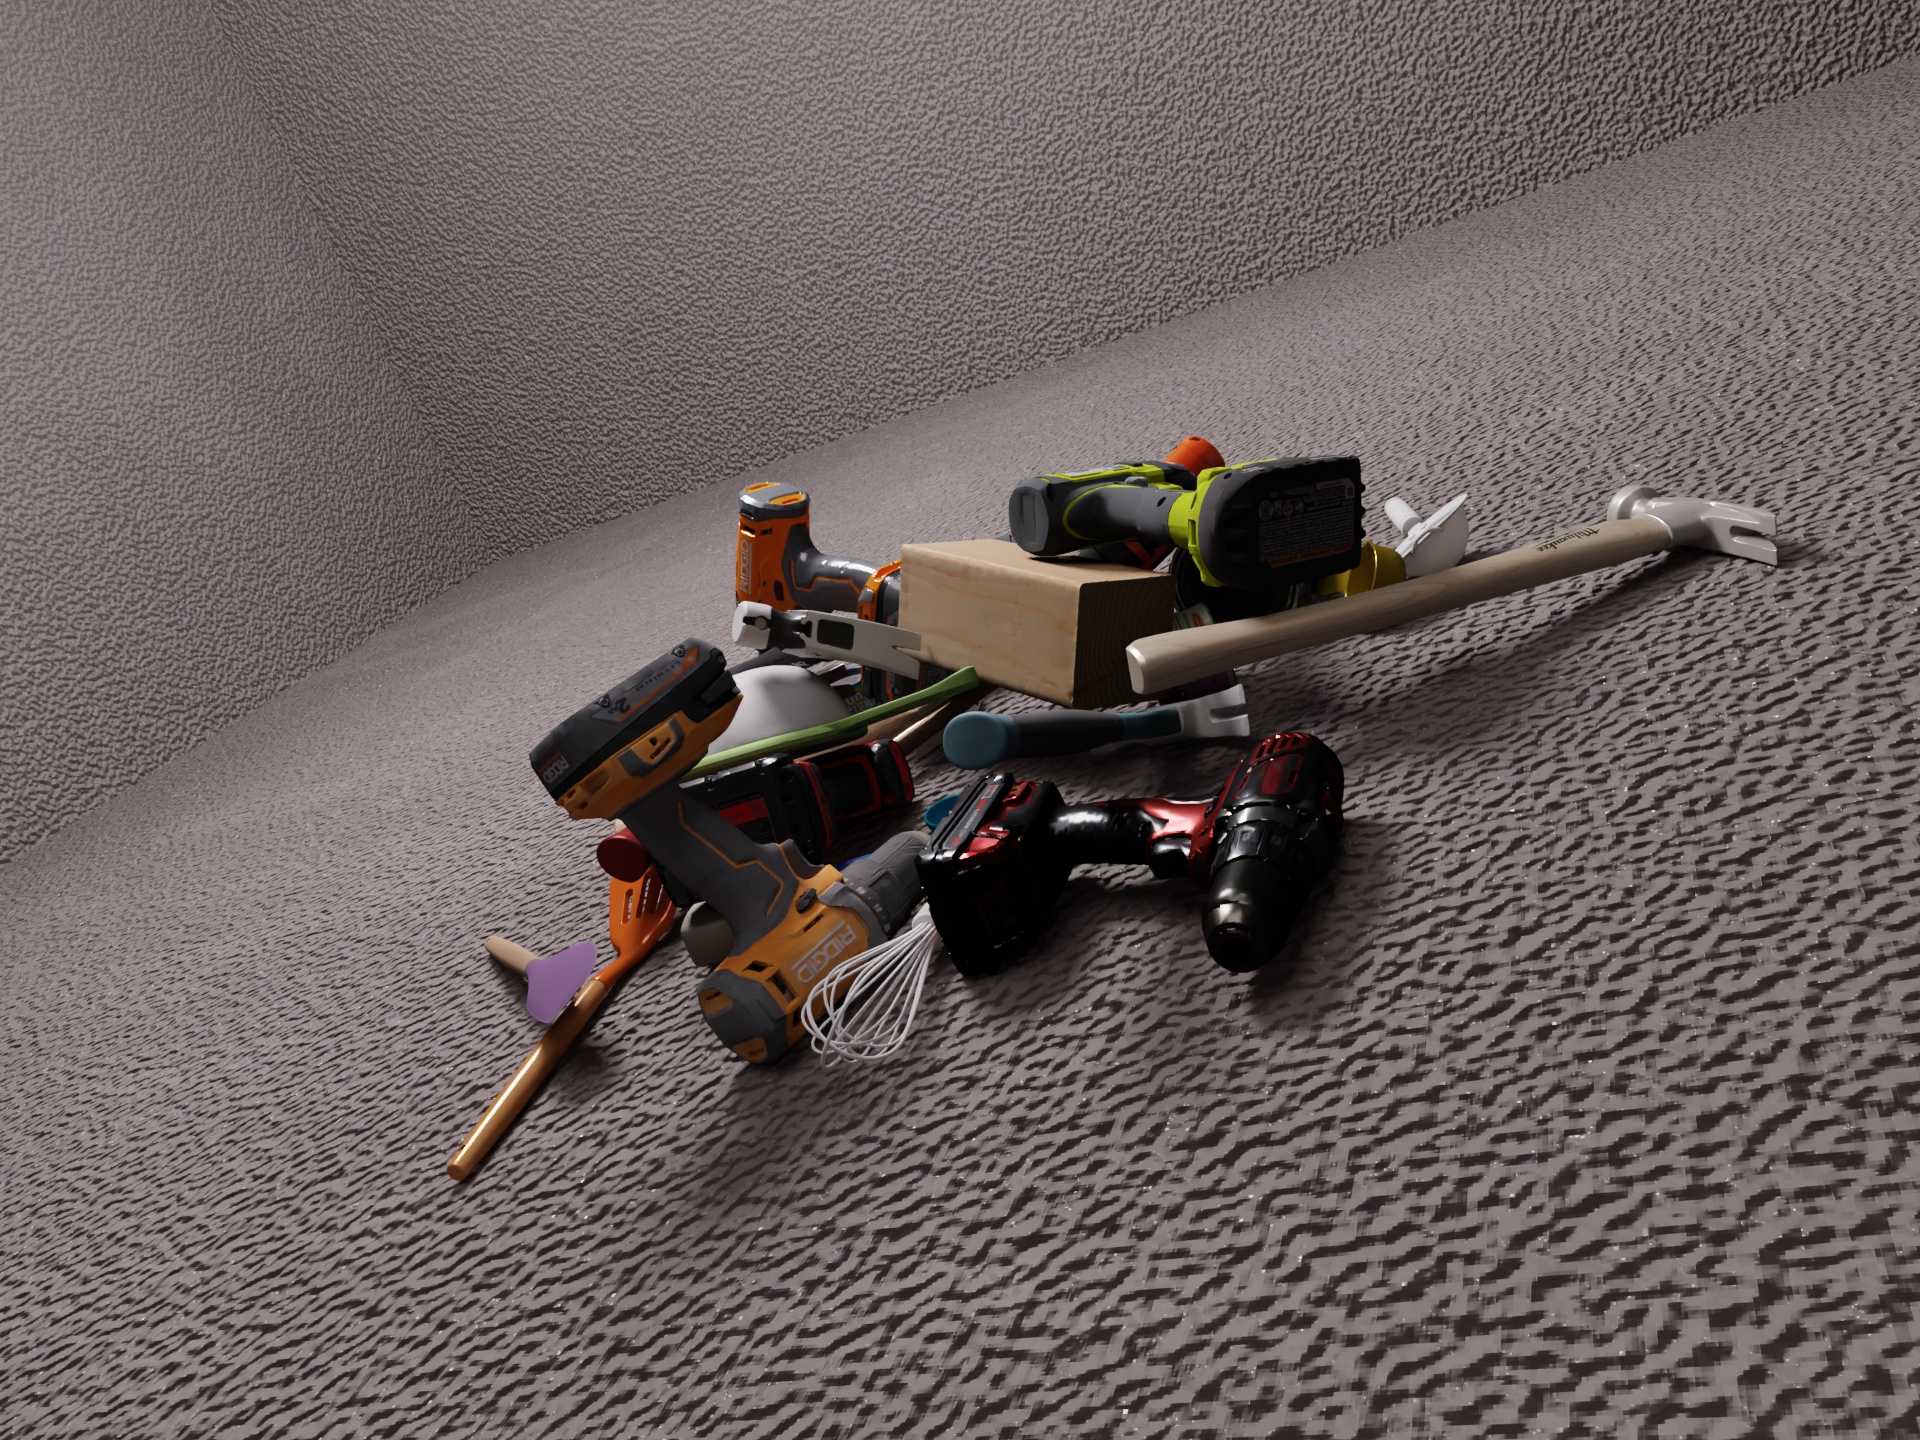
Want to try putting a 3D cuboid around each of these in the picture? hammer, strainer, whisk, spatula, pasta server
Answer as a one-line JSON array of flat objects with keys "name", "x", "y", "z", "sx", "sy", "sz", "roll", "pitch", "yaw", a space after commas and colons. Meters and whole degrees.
[{"name": "hammer", "x": -0.139, "y": 0.037, "z": 1.348, "sx": 0.331, "sy": 0.031, "sz": 0.130, "roll": -22, "pitch": 17, "yaw": 5}, {"name": "strainer", "x": -0.103, "y": -0.016, "z": 1.122, "sx": 0.256, "sy": 0.069, "sz": 0.151, "roll": -19, "pitch": -4, "yaw": 29}, {"name": "hammer", "x": -0.152, "y": -0.039, "z": 1.273, "sx": 0.146, "sy": 0.035, "sz": 0.335, "roll": 8, "pitch": -11, "yaw": -24}, {"name": "whisk", "x": -0.021, "y": 0.126, "z": 0.930, "sx": 0.058, "sy": 0.059, "sz": 0.246, "roll": 25, "pitch": 31, "yaw": 13}, {"name": "spatula", "x": -0.258, "y": 0.185, "z": 1.056, "sx": 0.081, "sy": 0.041, "sz": 0.323, "roll": -22, "pitch": 18, "yaw": 24}, {"name": "pasta server", "x": -0.002, "y": -0.004, "z": 1.255, "sx": 0.316, "sy": 0.040, "sz": 0.060, "roll": -36, "pitch": 28, "yaw": -4}, {"name": "strainer", "x": 0.362, "y": -0.152, "z": 1.260, "sx": 0.087, "sy": 0.050, "sz": 0.258, "roll": -44, "pitch": 7, "yaw": 17}, {"name": "hammer", "x": 0.080, "y": 0.006, "z": 0.959, "sx": 0.128, "sy": 0.033, "sz": 0.331, "roll": -10, "pitch": -3, "yaw": 27}, {"name": "hammer", "x": -0.194, "y": 0.039, "z": 1.280, "sx": 0.149, "sy": 0.036, "sz": 0.359, "roll": -20, "pitch": 13, "yaw": 16}, {"name": "spatula", "x": -0.302, "y": 0.171, "z": 1.120, "sx": 0.060, "sy": 0.018, "sz": 0.316, "roll": -53, "pitch": 19, "yaw": -18}, {"name": "hammer", "x": 0.306, "y": -0.080, "z": 1.016, "sx": 0.410, "sy": 0.038, "sz": 0.146, "roll": -15, "pitch": 17, "yaw": -9}]

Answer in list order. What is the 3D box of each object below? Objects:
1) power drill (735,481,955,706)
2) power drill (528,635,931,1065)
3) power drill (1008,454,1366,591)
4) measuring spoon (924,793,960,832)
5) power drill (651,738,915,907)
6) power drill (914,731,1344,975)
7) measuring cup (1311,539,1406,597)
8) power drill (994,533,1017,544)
[{"name": "power drill", "x": -0.104, "y": -0.090, "z": 1.333, "sx": 0.227, "sy": 0.164, "sz": 0.084, "roll": 28, "pitch": 35, "yaw": 34}, {"name": "power drill", "x": -0.121, "y": 0.063, "z": 0.947, "sx": 0.185, "sy": 0.226, "sz": 0.084, "roll": -39, "pitch": 5, "yaw": -38}, {"name": "power drill", "x": 0.165, "y": -0.147, "z": 1.107, "sx": 0.171, "sy": 0.080, "sz": 0.223, "roll": -14, "pitch": 18, "yaw": -33}, {"name": "measuring spoon", "x": 0.023, "y": 0.078, "z": 1.068, "sx": 0.042, "sy": 0.021, "sz": 0.129, "roll": -32, "pitch": 29, "yaw": -28}, {"name": "power drill", "x": -0.129, "y": 0.065, "z": 1.122, "sx": 0.143, "sy": 0.078, "sz": 0.219, "roll": -17, "pitch": 1, "yaw": 16}, {"name": "power drill", "x": 0.093, "y": 0.082, "z": 0.872, "sx": 0.227, "sy": 0.080, "sz": 0.188, "roll": -11, "pitch": 22, "yaw": 26}, {"name": "measuring cup", "x": 0.300, "y": -0.103, "z": 1.206, "sx": 0.029, "sy": 0.062, "sz": 0.156, "roll": 11, "pitch": 4, "yaw": -4}, {"name": "power drill", "x": 0.005, "y": -0.118, "z": 1.468, "sx": 0.190, "sy": 0.080, "sz": 0.228, "roll": -30, "pitch": 5, "yaw": 13}]
